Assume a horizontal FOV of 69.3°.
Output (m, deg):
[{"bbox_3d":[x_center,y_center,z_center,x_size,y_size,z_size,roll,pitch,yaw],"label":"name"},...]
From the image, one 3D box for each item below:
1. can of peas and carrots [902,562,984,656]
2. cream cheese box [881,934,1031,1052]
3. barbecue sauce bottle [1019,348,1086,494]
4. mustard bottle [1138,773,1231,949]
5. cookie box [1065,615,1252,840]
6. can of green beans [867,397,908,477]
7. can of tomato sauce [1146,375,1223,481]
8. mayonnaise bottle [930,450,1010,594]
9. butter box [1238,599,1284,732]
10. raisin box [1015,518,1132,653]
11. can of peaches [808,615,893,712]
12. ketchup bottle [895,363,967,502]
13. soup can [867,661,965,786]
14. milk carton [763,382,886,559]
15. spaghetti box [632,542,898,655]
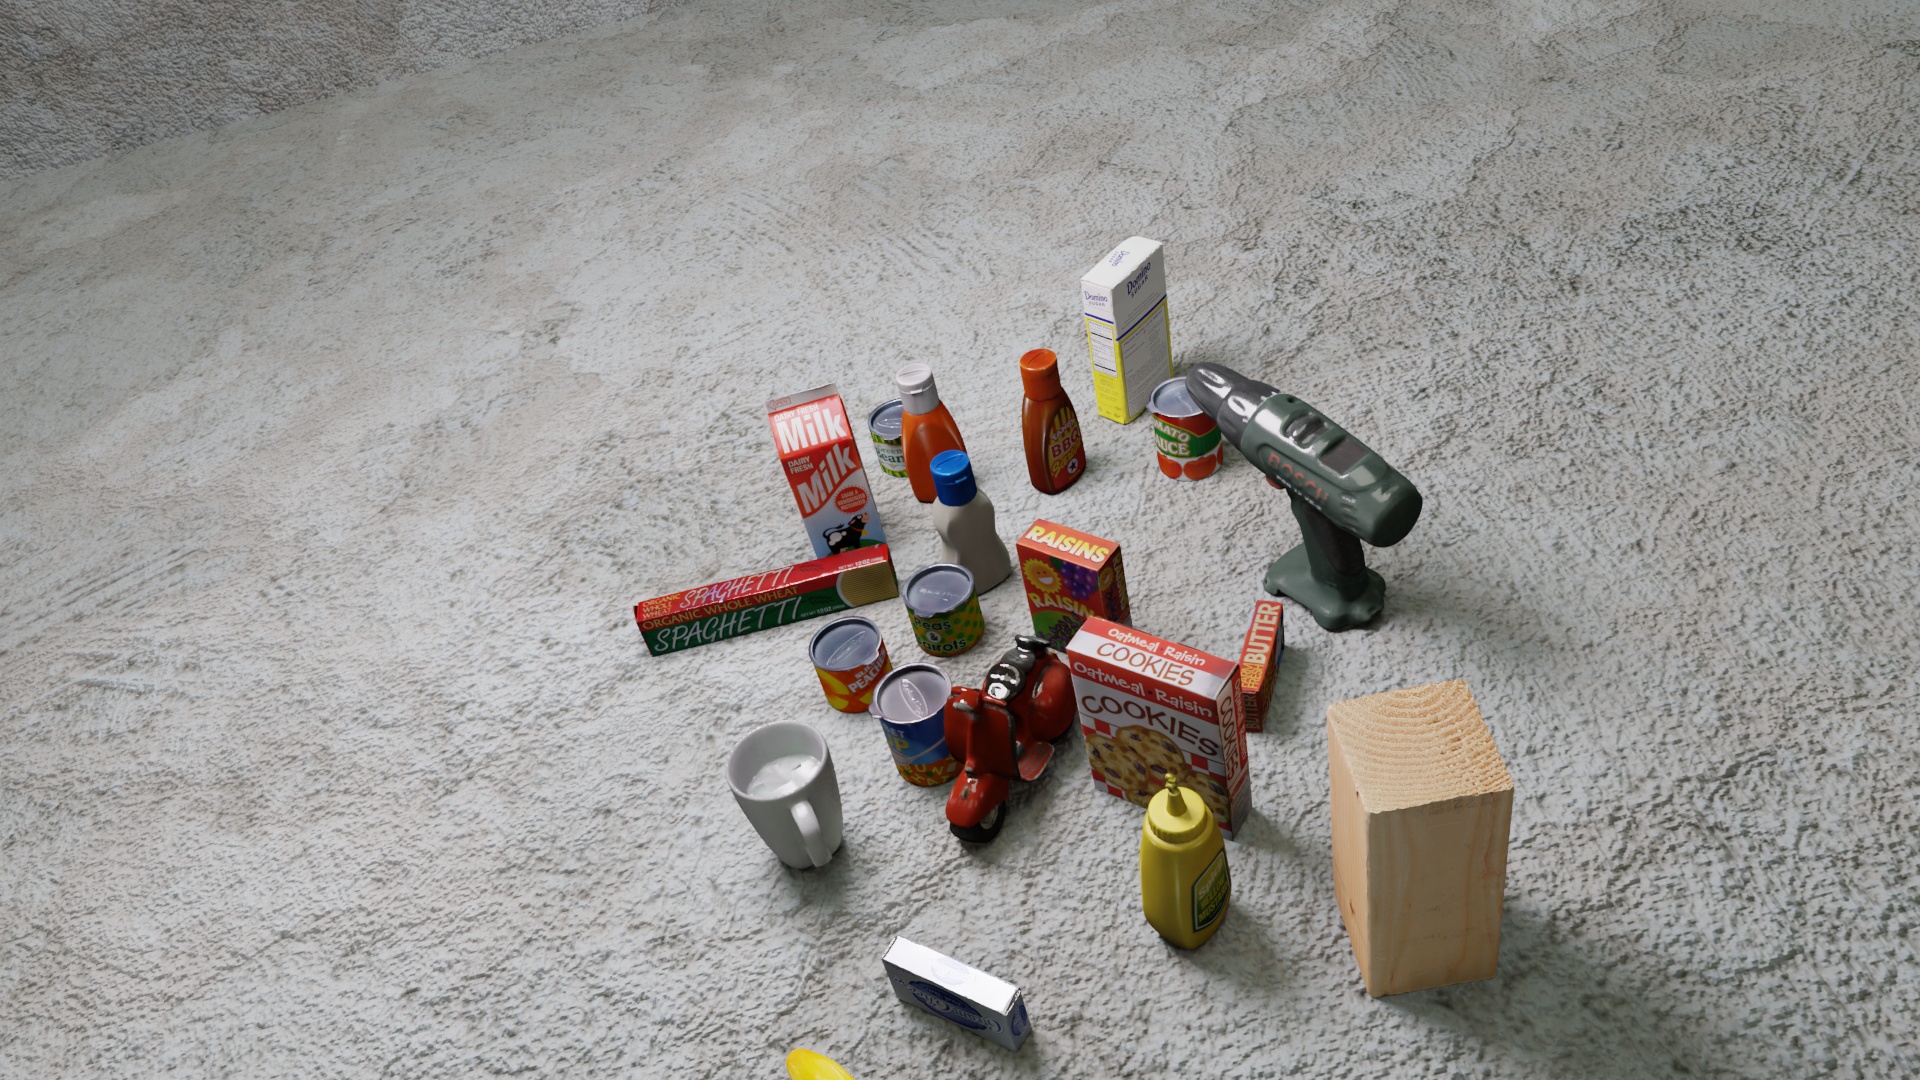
[{"bbox_3d":[-0.015,0.065,1.261,0.071,0.058,0.071,-8,41,7],"label":"can of peas and carrots"},{"bbox_3d":[-0.002,0.317,0.974,0.104,0.053,0.024,14,48,29],"label":"cream cheese box"},{"bbox_3d":[0.087,-0.119,1.373,0.044,0.147,0.065,25,54,37],"label":"barbecue sauce bottle"},{"bbox_3d":[0.153,0.217,0.961,0.049,0.159,0.065,22,53,35],"label":"mustard bottle"},{"bbox_3d":[0.151,0.141,1.043,0.123,0.166,0.040,17,49,31],"label":"cookie box"},{"bbox_3d":[-0.060,-0.109,1.473,0.071,0.057,0.071,-8,41,7],"label":"can of green beans"},{"bbox_3d":[0.223,-0.109,1.372,0.071,0.082,0.071,-8,41,7],"label":"can of tomato sauce"},{"bbox_3d":[0.005,-0.016,1.279,0.065,0.147,0.041,-27,42,-15],"label":"mayonnaise bottle"},{"bbox_3d":[0.247,0.103,1.146,0.024,0.052,0.104,6,44,22],"label":"butter box"},{"bbox_3d":[0.101,0.047,1.199,0.086,0.122,0.040,20,51,33],"label":"raisin box"},{"bbox_3d":[-0.094,0.111,1.232,0.071,0.057,0.071,-8,41,7],"label":"can of peaches"},{"bbox_3d":[-0.031,-0.107,1.392,0.065,0.148,0.044,-12,40,3],"label":"ketchup bottle"},{"bbox_3d":[-0.034,0.153,1.147,0.071,0.083,0.072,-8,41,7],"label":"soup can"},{"bbox_3d":[-0.130,-0.068,1.344,0.072,0.189,0.074,-17,40,-2],"label":"milk carton"},{"bbox_3d":[-0.185,0.057,1.326,0.250,0.050,0.029,-14,40,1],"label":"spaghetti box"}]
